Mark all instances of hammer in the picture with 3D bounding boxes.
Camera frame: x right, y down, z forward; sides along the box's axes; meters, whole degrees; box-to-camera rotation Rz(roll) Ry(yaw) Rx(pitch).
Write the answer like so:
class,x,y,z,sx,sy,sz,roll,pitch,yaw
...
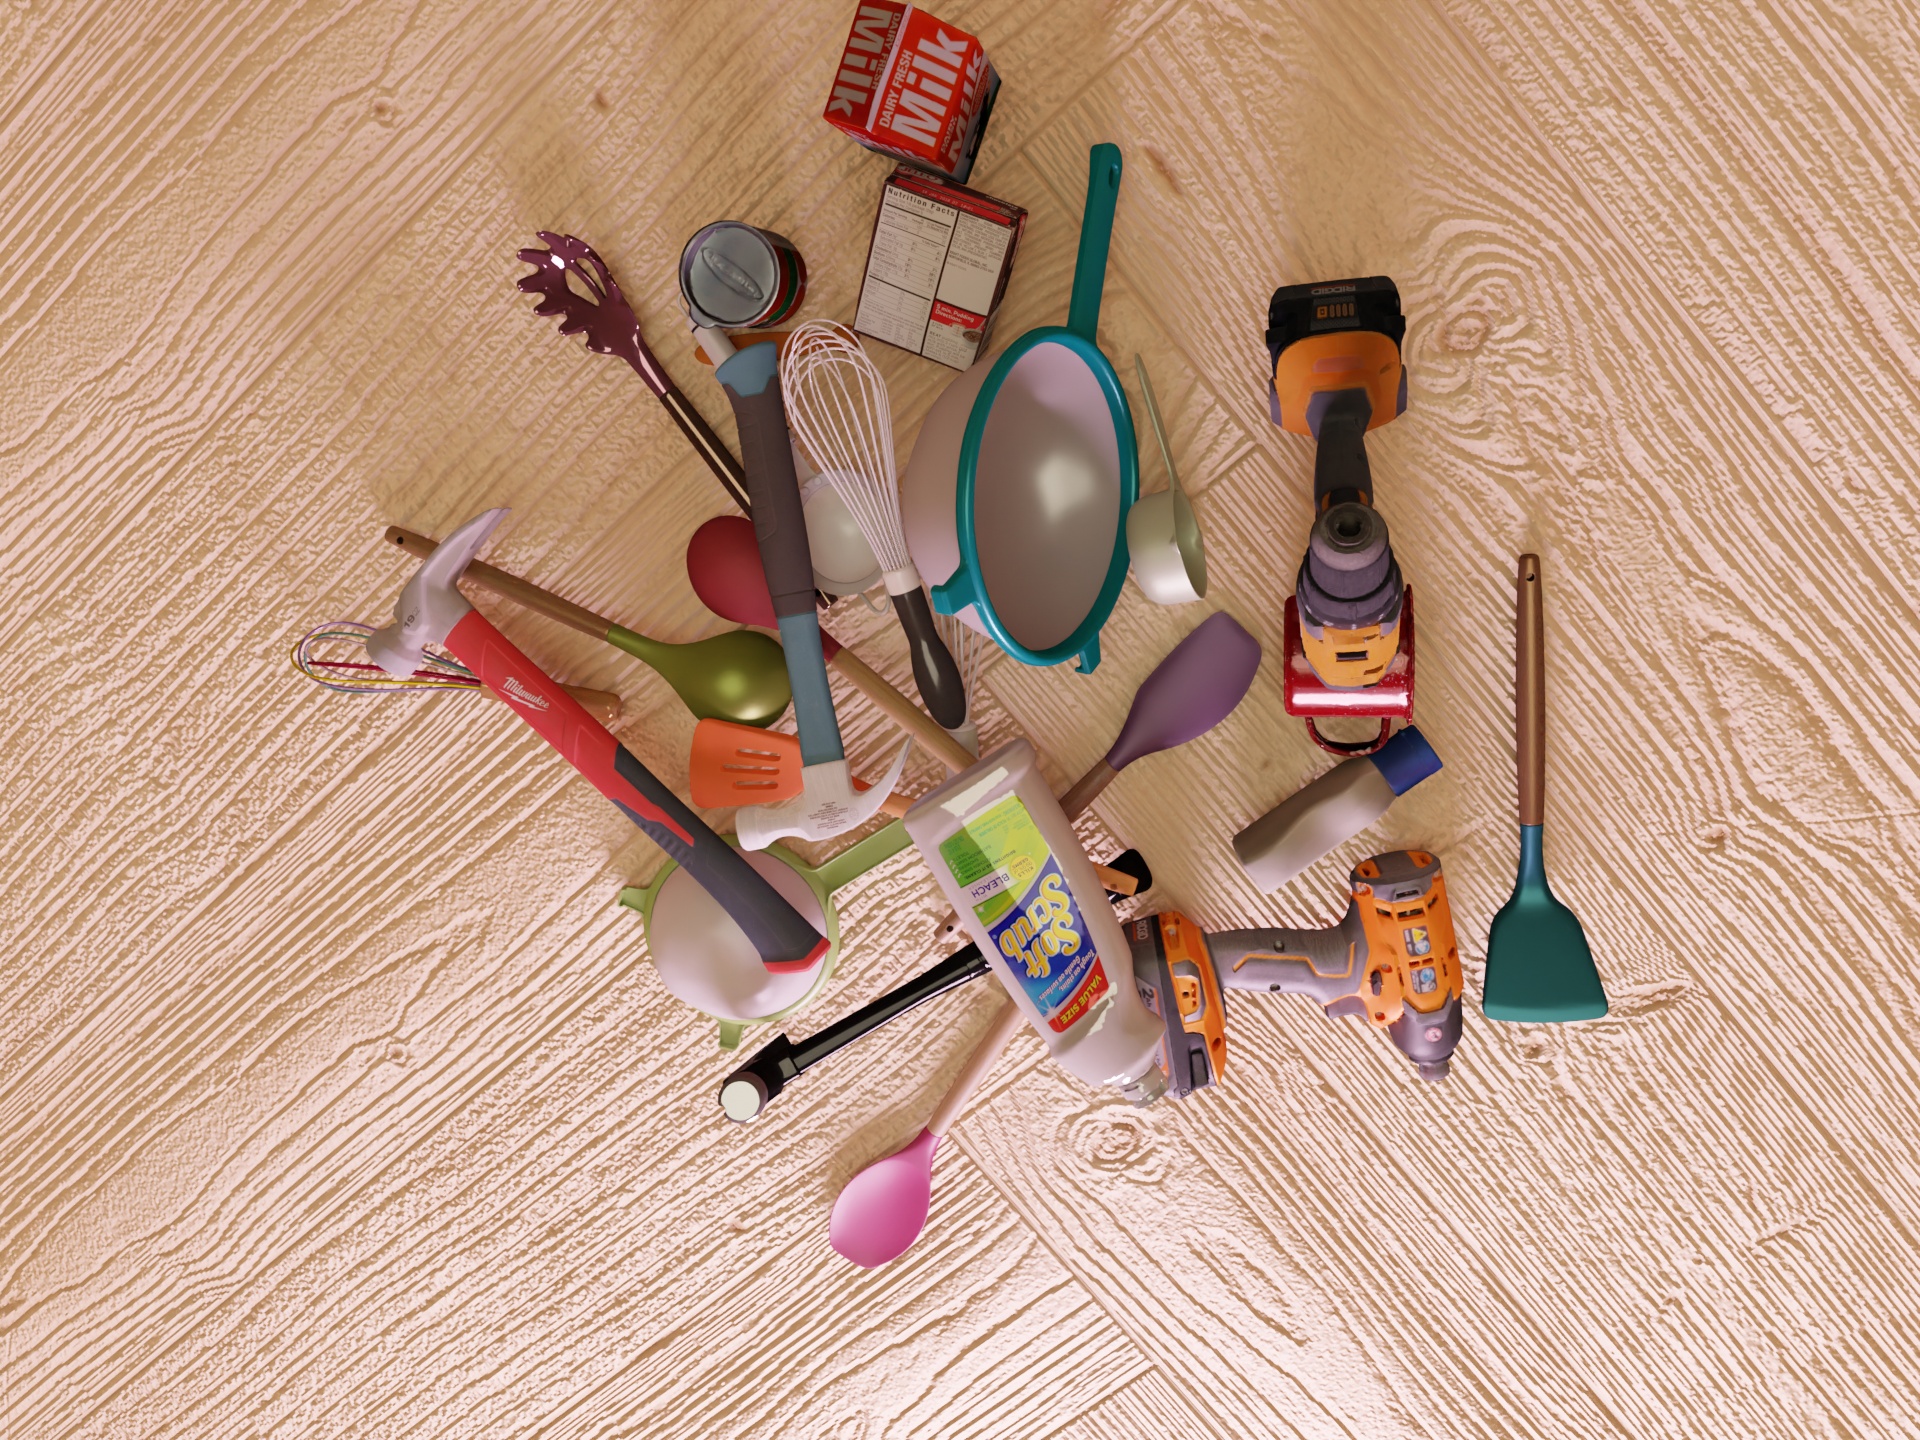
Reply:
class,x,y,z,sx,sy,sz,roll,pitch,yaw
hammer,-0.113,-0.084,1.061,0.128,0.033,0.331,-10,95,4
hammer,-0.230,0.025,1.104,0.386,0.038,0.143,42,103,1
hammer,-0.013,0.184,1.135,0.335,0.146,0.035,-29,87,1

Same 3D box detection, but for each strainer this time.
class,x,y,z,sx,sy,sz,roll,pitch,yaw
strainer,-0.116,-0.186,1.088,0.087,0.050,0.258,-32,94,24
strainer,-0.125,0.137,1.151,0.256,0.069,0.151,-32,97,15
strainer,0.037,-0.206,1.025,0.095,0.210,0.340,6,83,34

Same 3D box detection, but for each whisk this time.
class,x,y,z,sx,sy,sz,roll,pitch,yaw
whisk,-0.370,-0.028,1.162,0.245,0.047,0.051,11,103,2
whisk,-0.002,-0.004,1.116,0.059,0.058,0.246,-10,108,-22
whisk,-0.048,-0.123,1.039,0.070,0.070,0.284,-17,108,11

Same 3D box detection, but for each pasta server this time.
class,x,y,z,sx,sy,sz,roll,pitch,yaw
pasta server,-0.189,-0.203,1.098,0.060,0.040,0.316,-34,98,26

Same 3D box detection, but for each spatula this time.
class,x,y,z,sx,sy,sz,roll,pitch,yaw
spatula,0.389,0.047,1.074,0.082,0.044,0.317,-3,102,12
spatula,0.092,0.050,1.128,0.060,0.018,0.316,44,104,-3
spatula,-0.034,0.069,1.108,0.322,0.041,0.081,18,127,10

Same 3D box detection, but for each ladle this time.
class,x,y,z,sx,sy,sz,roll,pitch,yaw
ladle,-0.268,-0.075,1.143,0.320,0.062,0.078,24,105,9
ladle,-0.066,-0.028,1.094,0.315,0.031,0.069,40,105,0

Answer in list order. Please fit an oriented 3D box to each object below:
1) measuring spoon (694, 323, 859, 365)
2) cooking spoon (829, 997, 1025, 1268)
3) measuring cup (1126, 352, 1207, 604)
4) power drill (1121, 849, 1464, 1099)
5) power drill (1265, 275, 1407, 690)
class,x,y,z,sx,sy,sz,roll,pitch,yaw
measuring spoon,-0.127,-0.257,1.090,0.117,0.011,0.021,-4,102,9
cooking spoon,-0.006,0.289,1.197,0.069,0.017,0.319,32,106,-1
measuring cup,0.124,-0.157,1.053,0.038,0.083,0.167,-14,92,21
power drill,0.236,0.192,1.111,0.226,0.084,0.164,-14,101,7
power drill,0.226,-0.149,0.941,0.084,0.185,0.226,-3,72,13
